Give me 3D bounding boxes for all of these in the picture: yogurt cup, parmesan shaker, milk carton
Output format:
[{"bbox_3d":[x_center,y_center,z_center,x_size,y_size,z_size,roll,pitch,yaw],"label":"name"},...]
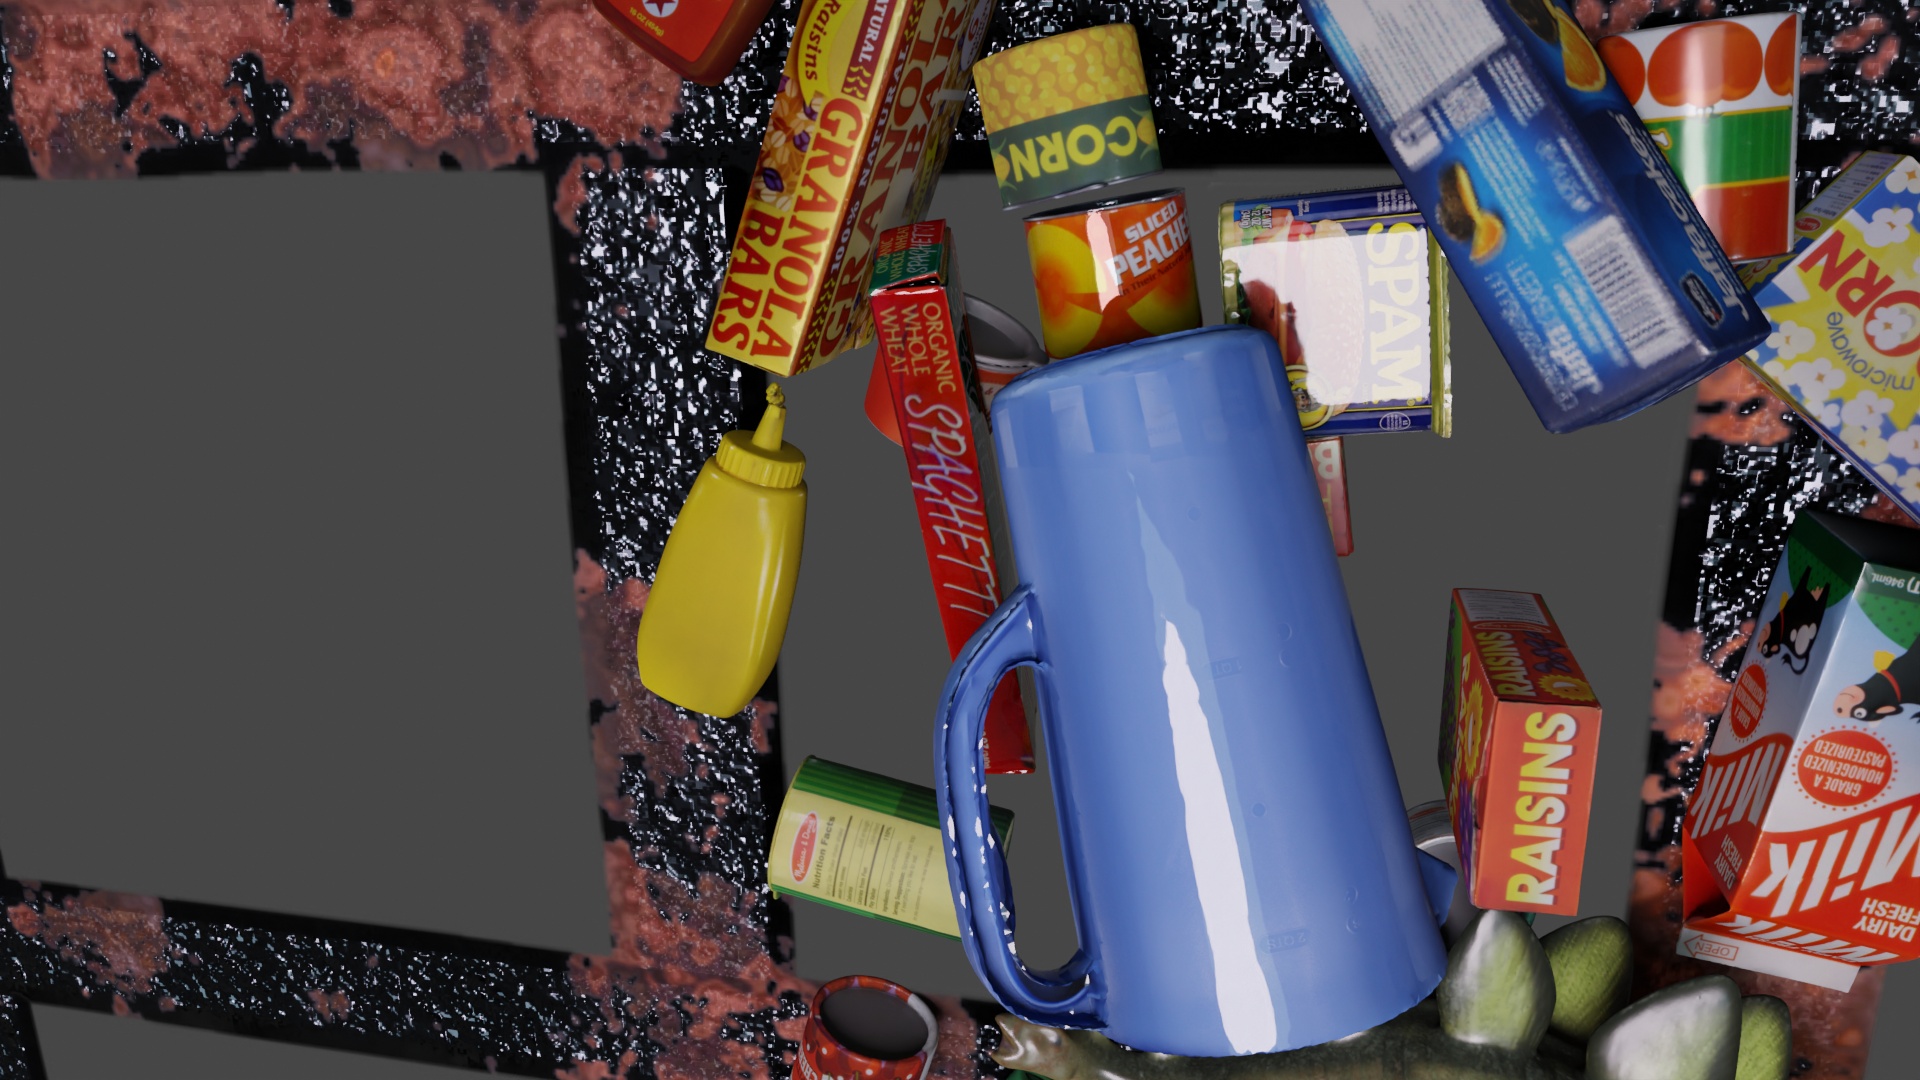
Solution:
[{"bbox_3d":[-0.007,-0.070,0.590,0.072,0.073,0.053,27,118,4],"label":"yogurt cup"},{"bbox_3d":[-0.032,0.149,0.659,0.103,0.071,0.071,14,109,8],"label":"parmesan shaker"},{"bbox_3d":[0.348,0.092,0.551,0.072,0.074,0.189,12,109,10],"label":"milk carton"}]

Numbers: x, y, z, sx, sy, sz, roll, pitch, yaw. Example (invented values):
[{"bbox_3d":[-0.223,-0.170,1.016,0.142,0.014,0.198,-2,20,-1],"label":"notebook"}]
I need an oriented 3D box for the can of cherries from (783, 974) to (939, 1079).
[{"bbox_3d":[-0.052,0.261,0.695,0.071,0.072,0.058,20,110,7],"label":"can of cherries"}]

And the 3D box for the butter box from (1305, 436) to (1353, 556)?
[{"bbox_3d":[0.114,-0.017,0.598,0.103,0.024,0.053,-4,105,14],"label":"butter box"}]

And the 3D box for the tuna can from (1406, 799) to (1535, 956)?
[{"bbox_3d":[0.222,0.154,0.620,0.071,0.033,0.071,4,107,12],"label":"tuna can"}]

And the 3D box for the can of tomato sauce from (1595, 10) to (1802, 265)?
[{"bbox_3d":[0.264,-0.143,0.504,0.071,0.071,0.083,-3,105,14],"label":"can of tomato sauce"}]

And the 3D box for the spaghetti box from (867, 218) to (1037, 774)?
[{"bbox_3d":[0.002,-0.007,0.566,0.029,0.050,0.248,-6,127,8],"label":"spaghetti box"}]

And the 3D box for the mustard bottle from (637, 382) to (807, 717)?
[{"bbox_3d":[-0.102,0.002,0.640,0.065,0.049,0.159,22,109,5],"label":"mustard bottle"}]

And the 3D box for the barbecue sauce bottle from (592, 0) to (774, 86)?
[{"bbox_3d":[-0.087,-0.263,0.562,0.065,0.044,0.148,38,110,1],"label":"barbecue sauce bottle"}]

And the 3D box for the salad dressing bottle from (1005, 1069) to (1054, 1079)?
[{"bbox_3d":[0.006,0.328,0.715,0.064,0.044,0.147,33,110,0],"label":"salad dressing bottle"}]

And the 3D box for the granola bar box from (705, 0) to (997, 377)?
[{"bbox_3d":[-0.037,-0.153,0.539,0.039,0.124,0.165,23,110,7],"label":"granola bar box"}]

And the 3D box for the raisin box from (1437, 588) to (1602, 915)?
[{"bbox_3d":[0.217,0.078,0.550,0.040,0.124,0.085,3,108,11],"label":"raisin box"}]

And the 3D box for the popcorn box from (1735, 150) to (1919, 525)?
[{"bbox_3d":[0.356,-0.071,0.519,0.126,0.038,0.085,42,111,-1],"label":"popcorn box"}]

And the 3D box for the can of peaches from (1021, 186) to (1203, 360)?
[{"bbox_3d":[0.063,-0.108,0.559,0.071,0.071,0.058,-6,106,15],"label":"can of peaches"}]

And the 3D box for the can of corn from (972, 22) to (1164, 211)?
[{"bbox_3d":[0.042,-0.166,0.546,0.071,0.071,0.058,-10,103,16],"label":"can of corn"}]
